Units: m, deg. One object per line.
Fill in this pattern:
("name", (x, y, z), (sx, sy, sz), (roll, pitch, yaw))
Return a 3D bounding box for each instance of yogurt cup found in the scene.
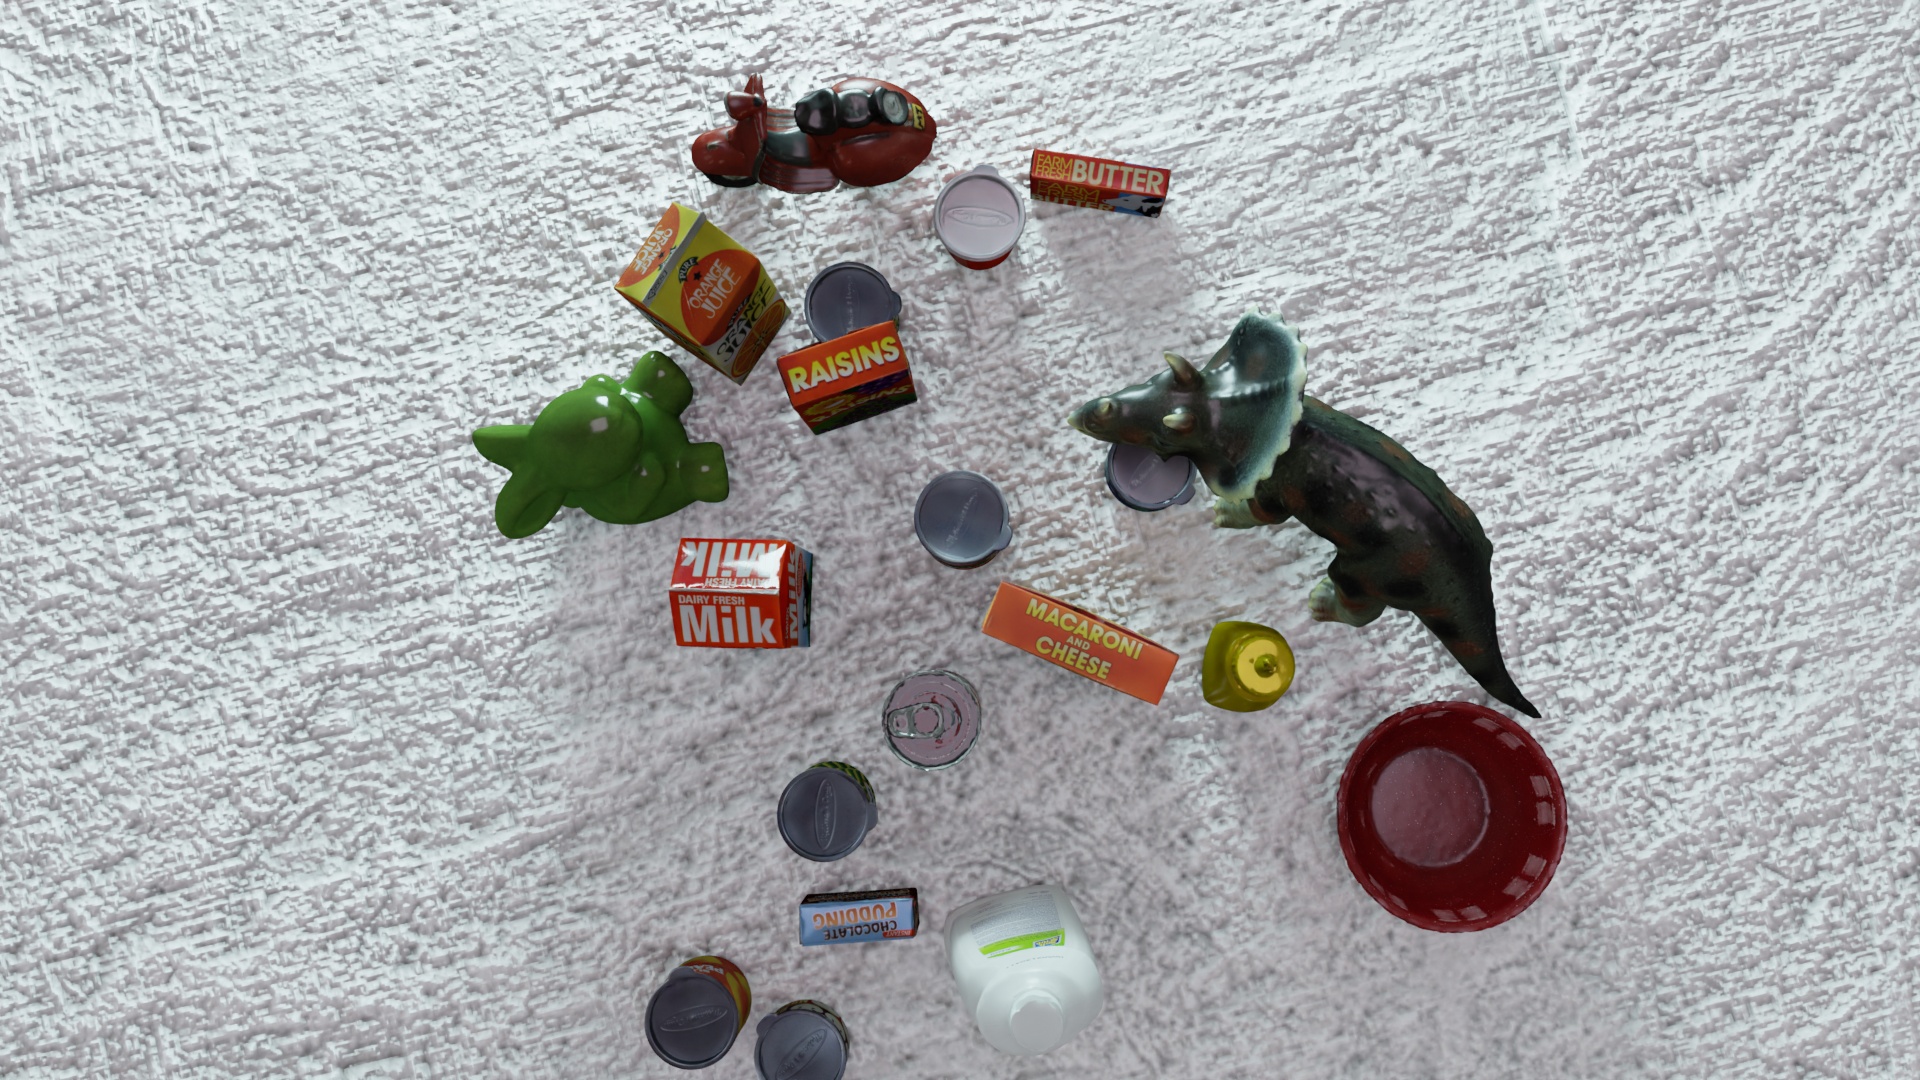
("yogurt cup", (0.014, -0.235, 1.038), (0.072, 0.054, 0.072), (0, 85, 1))

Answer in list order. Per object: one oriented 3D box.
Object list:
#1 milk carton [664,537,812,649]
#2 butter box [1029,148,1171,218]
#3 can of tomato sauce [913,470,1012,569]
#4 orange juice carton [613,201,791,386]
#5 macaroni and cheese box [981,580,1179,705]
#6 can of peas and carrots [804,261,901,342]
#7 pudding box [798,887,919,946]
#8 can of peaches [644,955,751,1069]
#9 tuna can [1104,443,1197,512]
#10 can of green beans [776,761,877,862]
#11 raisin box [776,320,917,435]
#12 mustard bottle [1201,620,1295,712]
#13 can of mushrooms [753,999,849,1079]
("milk carton", (-0.147, 0.037, 0.949), (0.072, 0.190, 0.073), (1, 86, 1))
("butter box", (0.103, -0.267, 1.039), (0.103, 0.053, 0.024), (9, 86, 2))
("can of tomato sauce", (0.004, -0.013, 1.005), (0.071, 0.083, 0.071), (0, 86, 1))
("orange juice carton", (-0.179, -0.172, 0.967), (0.073, 0.192, 0.072), (34, 87, 3))
("macaroni and cheese box", (0.077, 0.069, 0.955), (0.124, 0.166, 0.040), (23, 87, 3))
("can of peas and carrots", (-0.077, -0.168, 1.032), (0.071, 0.058, 0.071), (0, 85, 1))
("pudding box", (-0.073, 0.270, 0.999), (0.084, 0.049, 0.030), (-4, 86, 1))
("can of peaches", (-0.186, 0.333, 0.991), (0.071, 0.058, 0.071), (0, 85, 1))
("tuna can", (0.143, -0.053, 1.031), (0.071, 0.033, 0.071), (0, 85, 1))
("can of green beans", (-0.095, 0.194, 1.002), (0.071, 0.058, 0.071), (0, 85, 1))
("raisin box", (-0.078, -0.115, 0.995), (0.086, 0.123, 0.040), (-18, 86, 0))
("mustard bottle", (0.199, 0.087, 0.954), (0.049, 0.160, 0.065), (8, 86, 2))
("can of mushrooms", (-0.115, 0.365, 1.000), (0.071, 0.033, 0.071), (0, 85, 1))
